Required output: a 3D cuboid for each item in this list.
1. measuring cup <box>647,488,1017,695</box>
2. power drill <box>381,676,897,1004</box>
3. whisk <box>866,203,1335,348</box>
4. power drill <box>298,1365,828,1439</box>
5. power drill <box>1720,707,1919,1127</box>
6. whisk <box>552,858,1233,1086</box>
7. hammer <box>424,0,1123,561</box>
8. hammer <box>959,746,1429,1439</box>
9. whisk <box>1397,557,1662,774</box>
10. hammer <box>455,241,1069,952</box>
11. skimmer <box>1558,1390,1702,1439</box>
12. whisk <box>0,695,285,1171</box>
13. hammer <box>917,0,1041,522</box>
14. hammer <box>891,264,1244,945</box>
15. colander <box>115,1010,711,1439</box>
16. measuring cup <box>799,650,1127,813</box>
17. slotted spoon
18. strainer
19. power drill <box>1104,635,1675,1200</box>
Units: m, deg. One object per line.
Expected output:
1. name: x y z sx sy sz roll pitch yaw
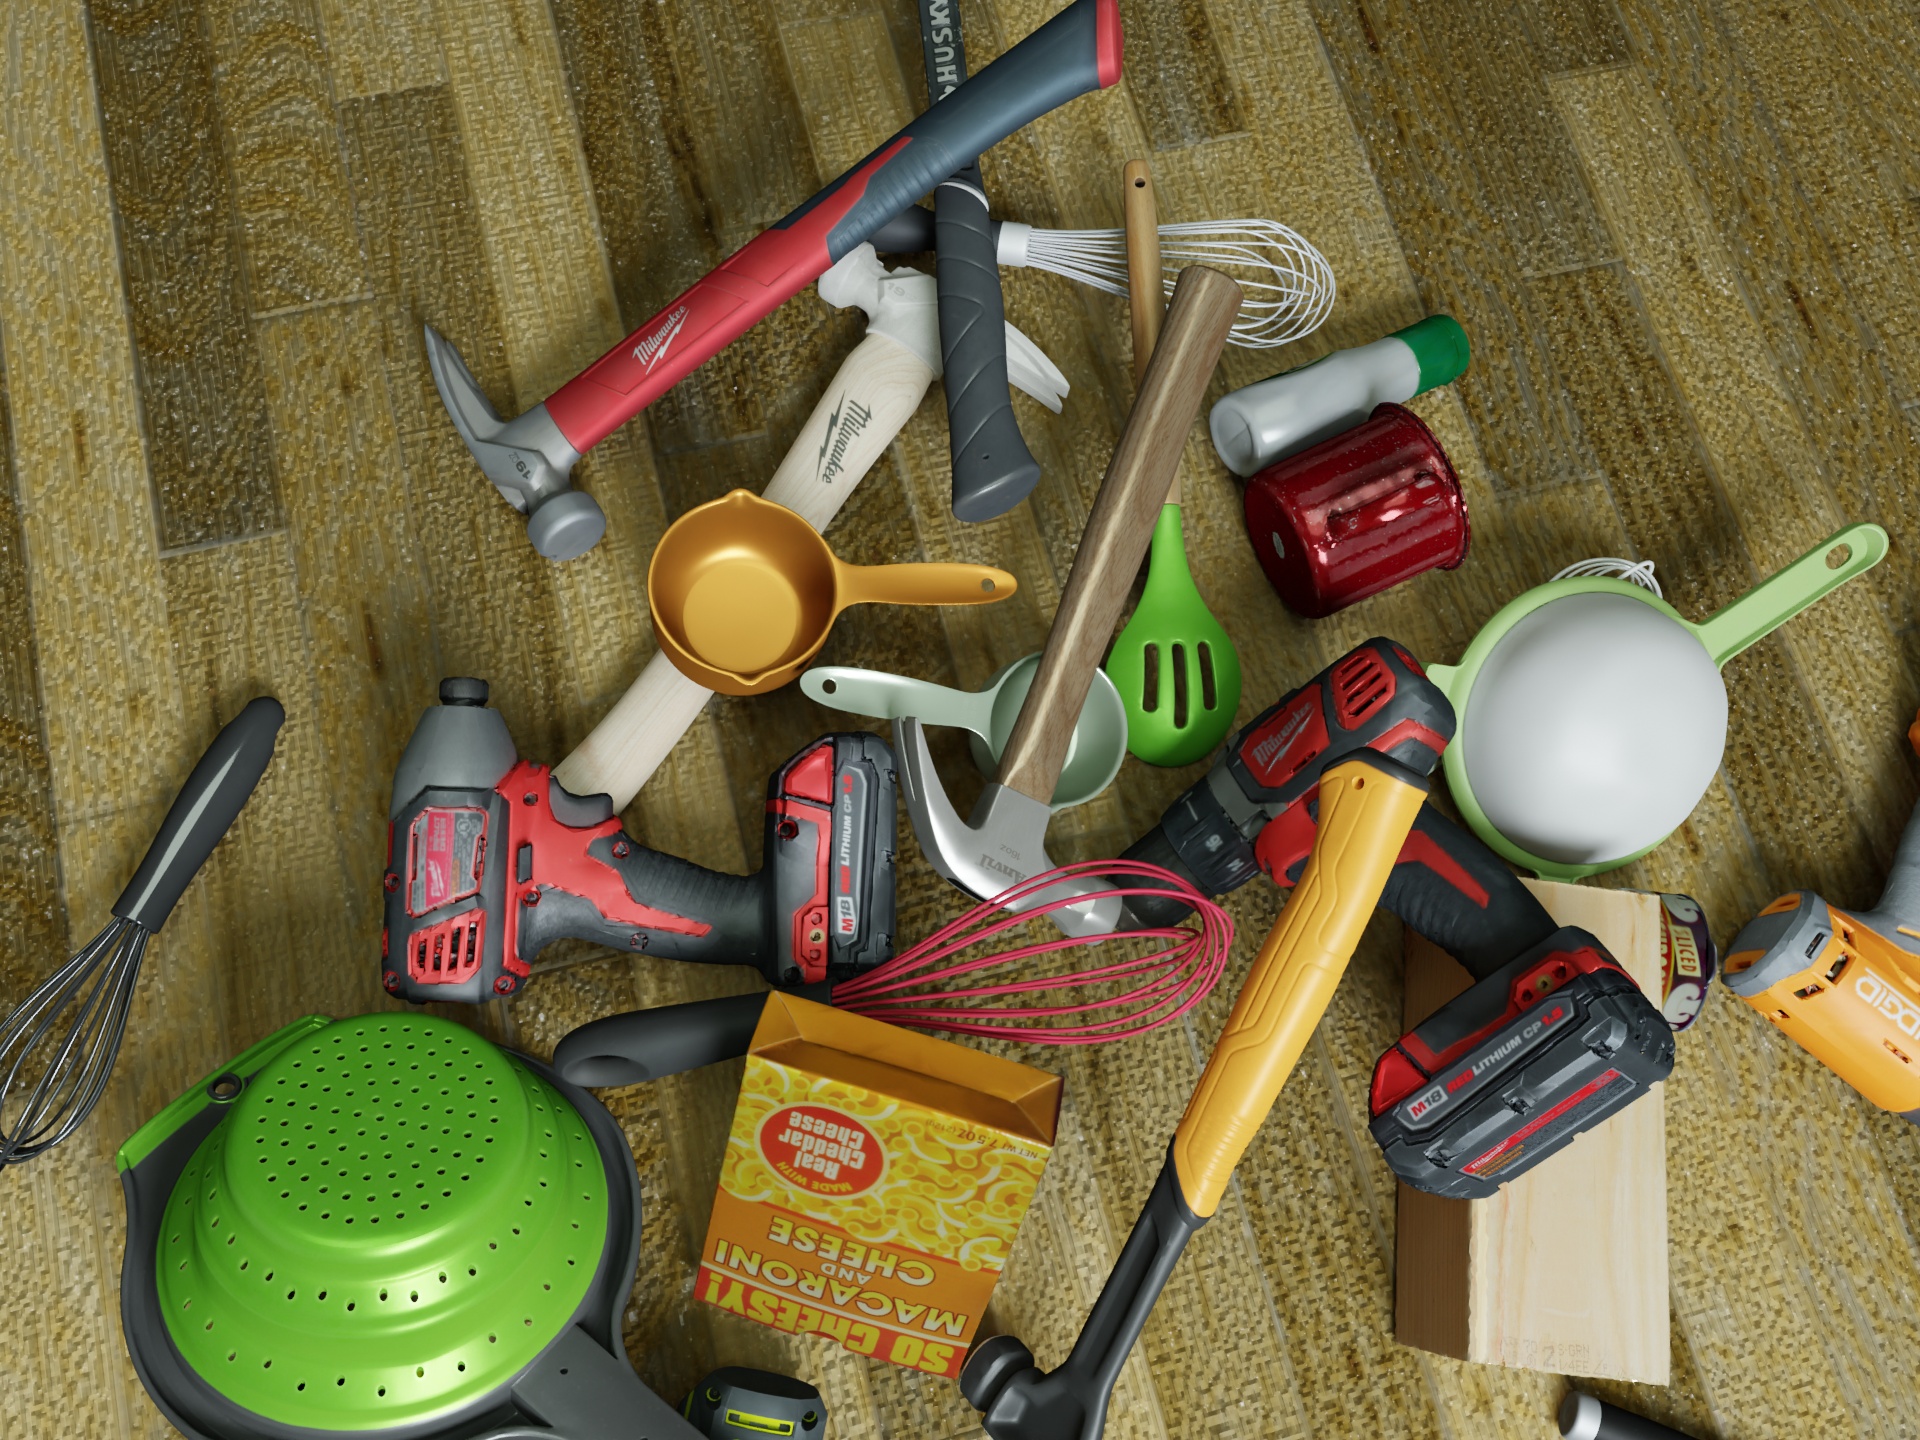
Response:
1. measuring cup: -0.062 -0.057 0.759 0.173 0.052 0.095 -2 75 -13
2. power drill: -0.143 0.054 0.714 0.219 0.078 0.143 2 84 -12
3. whisk: 0.061 -0.254 0.861 0.284 0.070 0.070 10 73 4
4. power drill: -0.180 0.343 0.650 0.223 0.080 0.171 13 77 -3
5. power drill: 0.502 0.094 0.777 0.164 0.084 0.226 40 79 7
6. whisk: -0.033 0.114 0.663 0.296 0.073 0.073 -13 74 9
7. hammer: -0.089 -0.247 0.796 0.386 0.038 0.143 -36 74 4
8. hammer: 0.109 0.170 0.647 0.034 0.127 0.337 20 97 -39
9. whisk: 0.259 -0.006 0.804 0.246 0.059 0.058 -36 66 -9
10. hammer: -0.105 -0.057 0.797 0.146 0.038 0.411 32 74 4
11. skimmer: 0.451 0.357 0.687 0.363 0.090 0.127 21 41 5
12. whisk: -0.377 0.092 0.729 0.055 0.055 0.239 22 68 2
13. hammer: -0.007 -0.290 0.835 0.149 0.036 0.409 -7 69 4
14. hammer: 0.065 -0.070 0.756 0.130 0.031 0.331 26 76 -20
15. colander: -0.164 0.226 0.610 0.397 0.094 0.204 32 45 19
16. measuring cup: -0.001 -0.002 0.763 0.167 0.038 0.083 10 81 -21
17. slotted spoon: 0.100 -0.134 0.808 0.070 0.031 0.314 -3 84 -5
18. strainer: 0.358 -0.021 0.766 0.256 0.069 0.151 -33 102 -4
19. power drill: 0.172 0.093 0.695 0.188 0.080 0.227 -41 51 16
